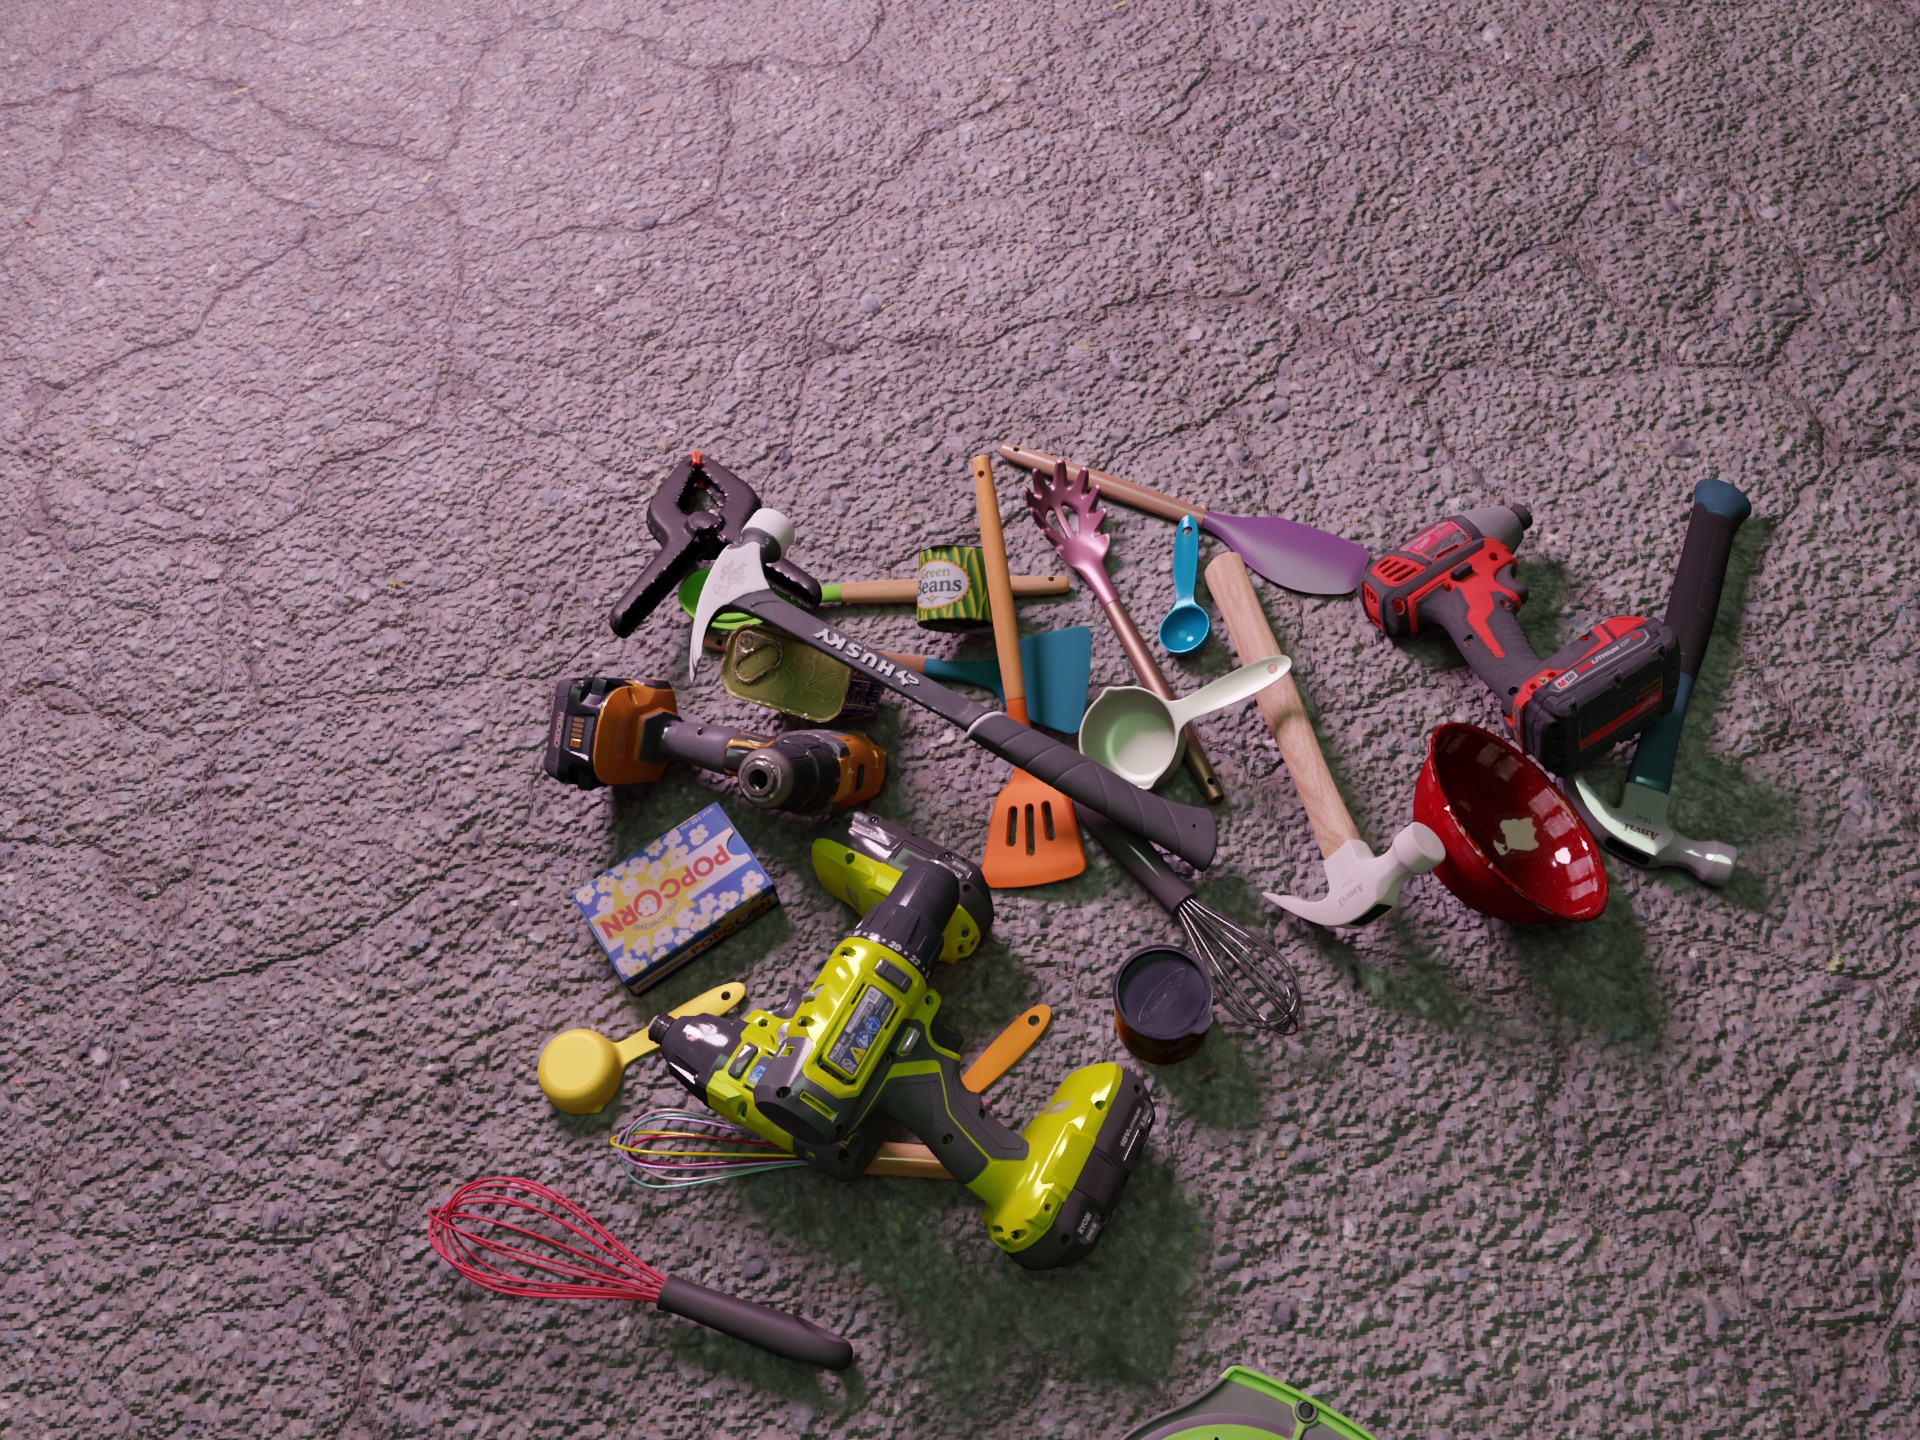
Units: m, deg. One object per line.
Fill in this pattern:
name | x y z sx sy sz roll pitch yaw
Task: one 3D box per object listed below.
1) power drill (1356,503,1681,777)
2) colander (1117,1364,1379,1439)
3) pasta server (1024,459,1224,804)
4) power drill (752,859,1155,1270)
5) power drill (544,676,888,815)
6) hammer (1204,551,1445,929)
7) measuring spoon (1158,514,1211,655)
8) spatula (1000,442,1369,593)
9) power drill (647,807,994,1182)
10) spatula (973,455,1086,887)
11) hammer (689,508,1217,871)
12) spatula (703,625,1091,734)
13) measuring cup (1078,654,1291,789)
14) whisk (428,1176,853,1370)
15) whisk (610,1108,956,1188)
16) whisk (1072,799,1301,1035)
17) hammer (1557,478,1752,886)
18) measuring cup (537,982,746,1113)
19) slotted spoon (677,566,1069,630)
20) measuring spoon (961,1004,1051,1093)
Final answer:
power drill | 0.407 -0.073 1.158 0.143 0.078 0.220 -31 47 -5
colander | 0.116 0.551 0.858 0.204 0.094 0.397 23 66 18
pasta server | 0.129 -0.072 1.232 0.060 0.040 0.316 -20 62 -9
power drill | 0.006 0.216 1.002 0.228 0.080 0.191 38 61 -11
power drill | -0.182 0.023 1.139 0.226 0.185 0.084 11 94 15
hammer | 0.237 0.005 1.151 0.031 0.130 0.332 15 43 -31
measuring spoon | 0.180 -0.104 1.251 0.042 0.021 0.129 -10 58 28
spatula | 0.174 -0.170 1.292 0.316 0.018 0.060 23 70 17
power drill | -0.091 0.177 1.081 0.171 0.080 0.223 25 60 17
spatula | 0.036 -0.040 1.177 0.081 0.041 0.323 -10 85 18
hammer | -0.002 -0.004 1.121 0.409 0.036 0.149 29 54 2
spatula | -0.054 -0.047 1.237 0.317 0.044 0.082 7 90 13
measuring cup | 0.167 -0.004 1.160 0.167 0.038 0.083 -27 71 17
whisk | -0.208 0.361 1.026 0.296 0.073 0.073 16 64 9
whisk | -0.114 0.291 1.061 0.245 0.047 0.051 3 61 5
whisk | 0.154 0.129 1.115 0.055 0.055 0.239 -35 59 -12
hammer | 0.530 -0.042 1.170 0.128 0.033 0.331 18 65 15
measuring cup | -0.224 0.221 1.118 0.156 0.029 0.062 -28 62 -6
slotted spoon | -0.069 -0.102 1.280 0.314 0.031 0.070 -2 50 3
measuring spoon | 0.020 0.236 1.091 0.117 0.011 0.021 -42 65 -16
